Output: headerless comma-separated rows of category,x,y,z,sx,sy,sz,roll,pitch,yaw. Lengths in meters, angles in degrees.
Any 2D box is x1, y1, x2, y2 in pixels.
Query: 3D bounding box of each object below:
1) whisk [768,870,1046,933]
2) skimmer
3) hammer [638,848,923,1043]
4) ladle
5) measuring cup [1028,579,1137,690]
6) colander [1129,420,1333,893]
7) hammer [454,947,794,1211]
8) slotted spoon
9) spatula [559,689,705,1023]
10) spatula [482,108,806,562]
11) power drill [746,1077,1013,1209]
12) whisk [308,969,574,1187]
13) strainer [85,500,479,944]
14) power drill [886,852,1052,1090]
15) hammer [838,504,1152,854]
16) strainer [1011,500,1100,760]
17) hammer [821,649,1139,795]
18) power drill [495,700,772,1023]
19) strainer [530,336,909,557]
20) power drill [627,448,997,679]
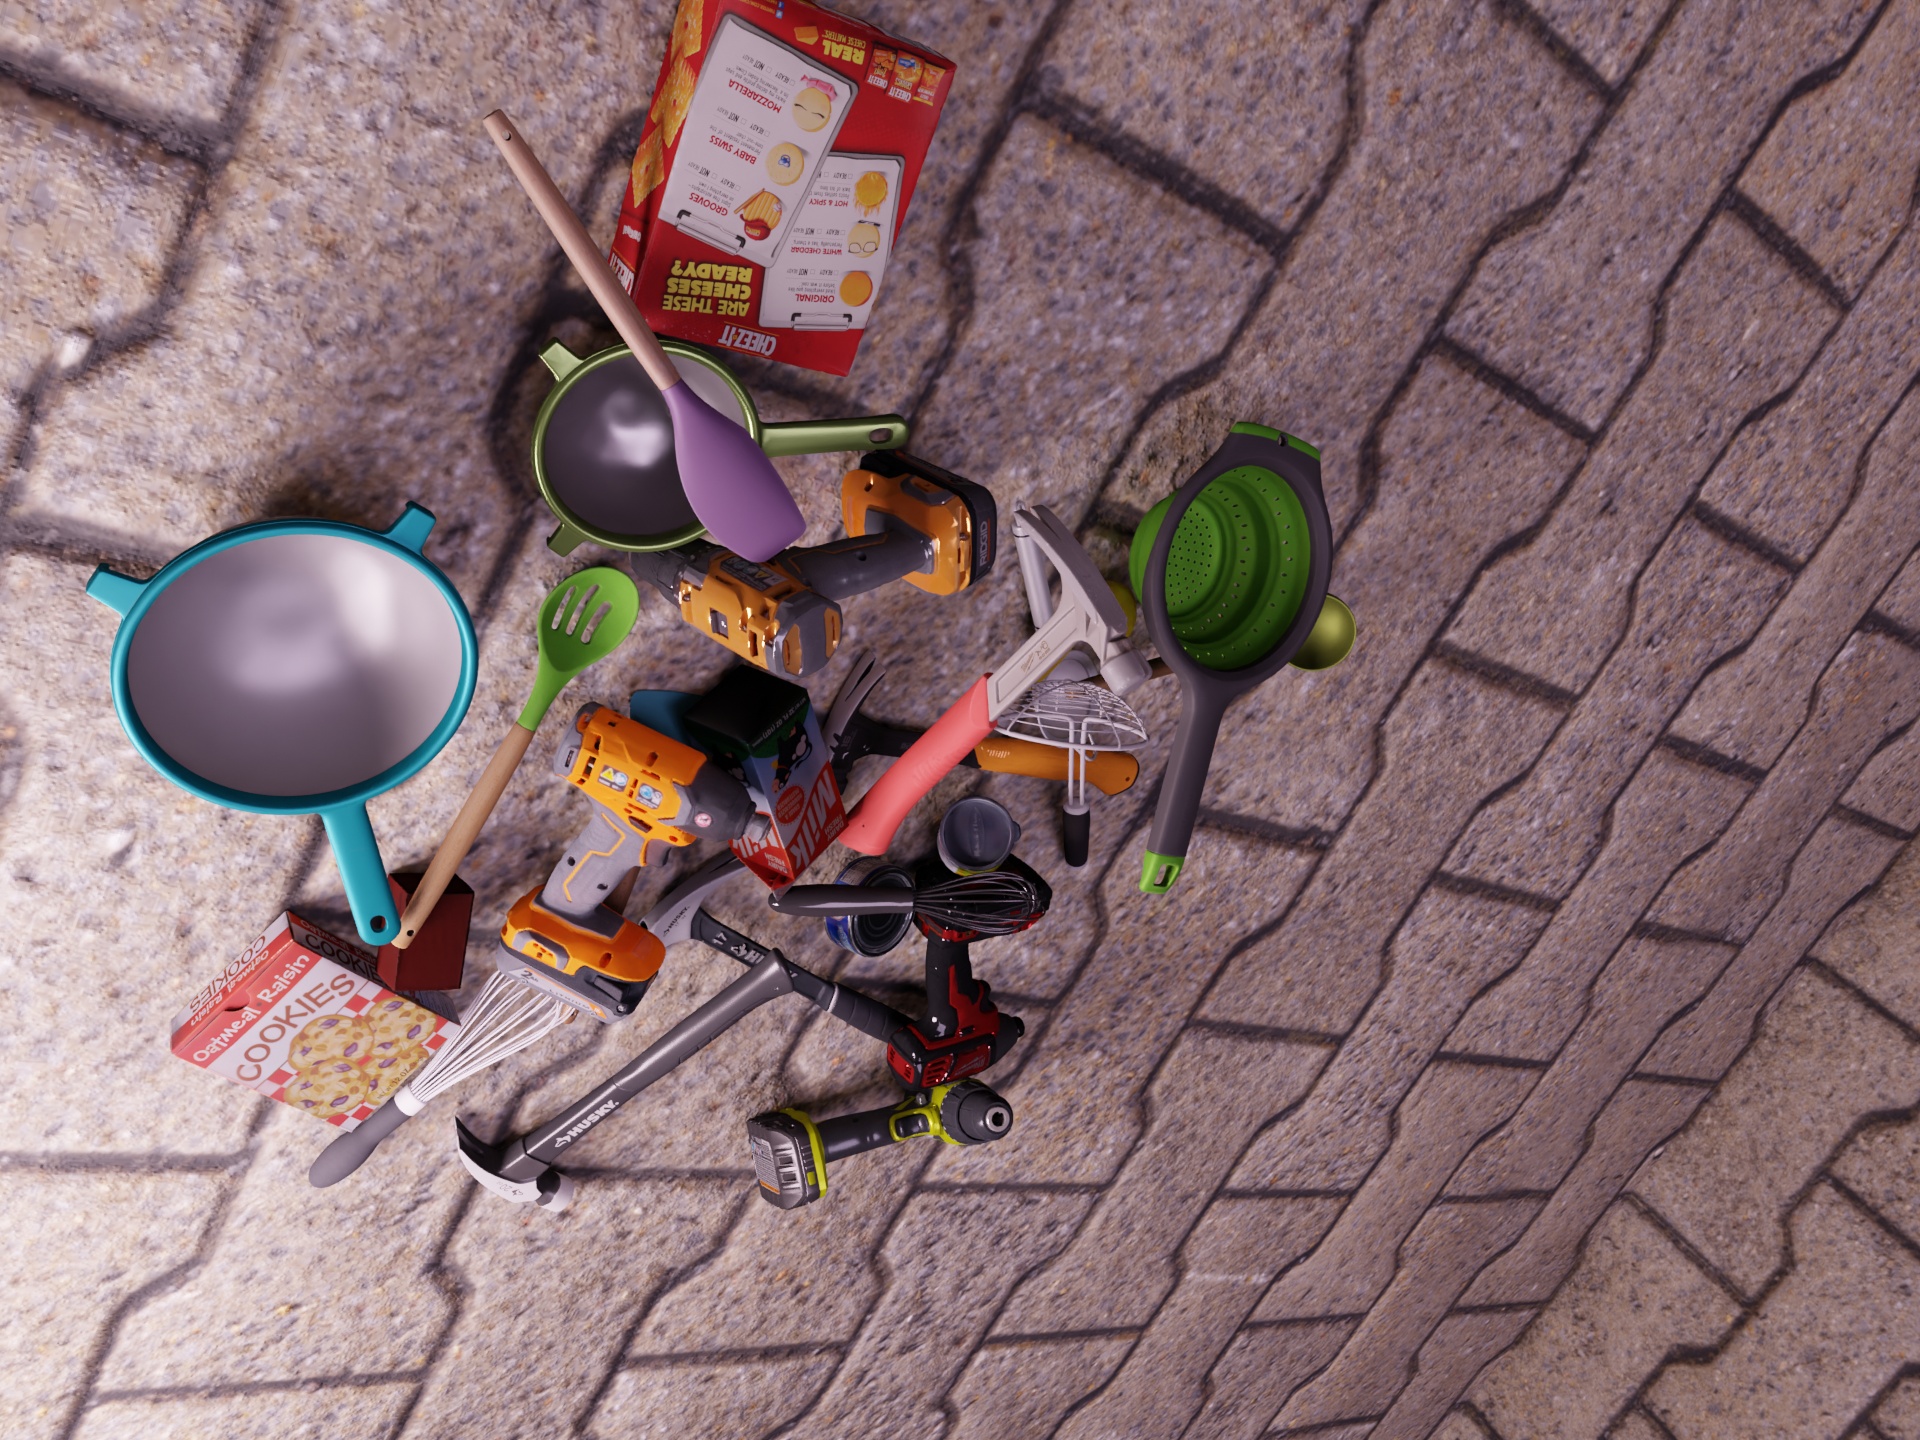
whisk,-0.044,0.155,1.350,0.239,0.055,0.055,1,122,-11
skimmer,0.095,0.070,1.366,0.127,0.090,0.363,7,151,8
hammer,-0.128,0.240,1.448,0.149,0.036,0.408,-48,134,4
ladle,0.229,-0.057,1.425,0.320,0.062,0.078,-16,117,-32
measuring cup,0.101,-0.066,1.333,0.156,0.029,0.062,-43,130,-40
colander,0.191,-0.054,1.349,0.204,0.095,0.397,10,97,-37
hammer,-0.278,0.300,1.358,0.335,0.035,0.146,-37,134,9
slotted spoon,-0.325,0.025,1.136,0.070,0.031,0.314,29,92,-42
spatula,-0.271,0.119,1.278,0.082,0.044,0.317,7,122,-37
spatula,-0.195,-0.228,0.982,0.060,0.018,0.315,-35,119,-6
power drill,-0.072,0.388,1.497,0.228,0.190,0.080,-11,85,-21
whisk,-0.418,0.284,1.281,0.284,0.070,0.070,-40,134,5
strainer,-0.422,0.000,1.047,0.211,0.095,0.340,-16,130,-20
power drill,0.012,0.237,1.484,0.143,0.079,0.219,-9,120,-34
hammer,-0.002,-0.004,1.217,0.036,0.149,0.359,-20,162,-44
strainer,0.073,-0.074,1.350,0.087,0.050,0.258,-42,133,-34
hammer,0.030,0.022,1.394,0.336,0.034,0.127,8,117,-37
power drill,-0.247,0.114,1.201,0.164,0.084,0.226,25,114,-1
strainer,-0.164,-0.199,1.076,0.256,0.069,0.151,-8,127,-21
power drill,-0.108,-0.121,1.136,0.226,0.185,0.084,-31,136,-37
